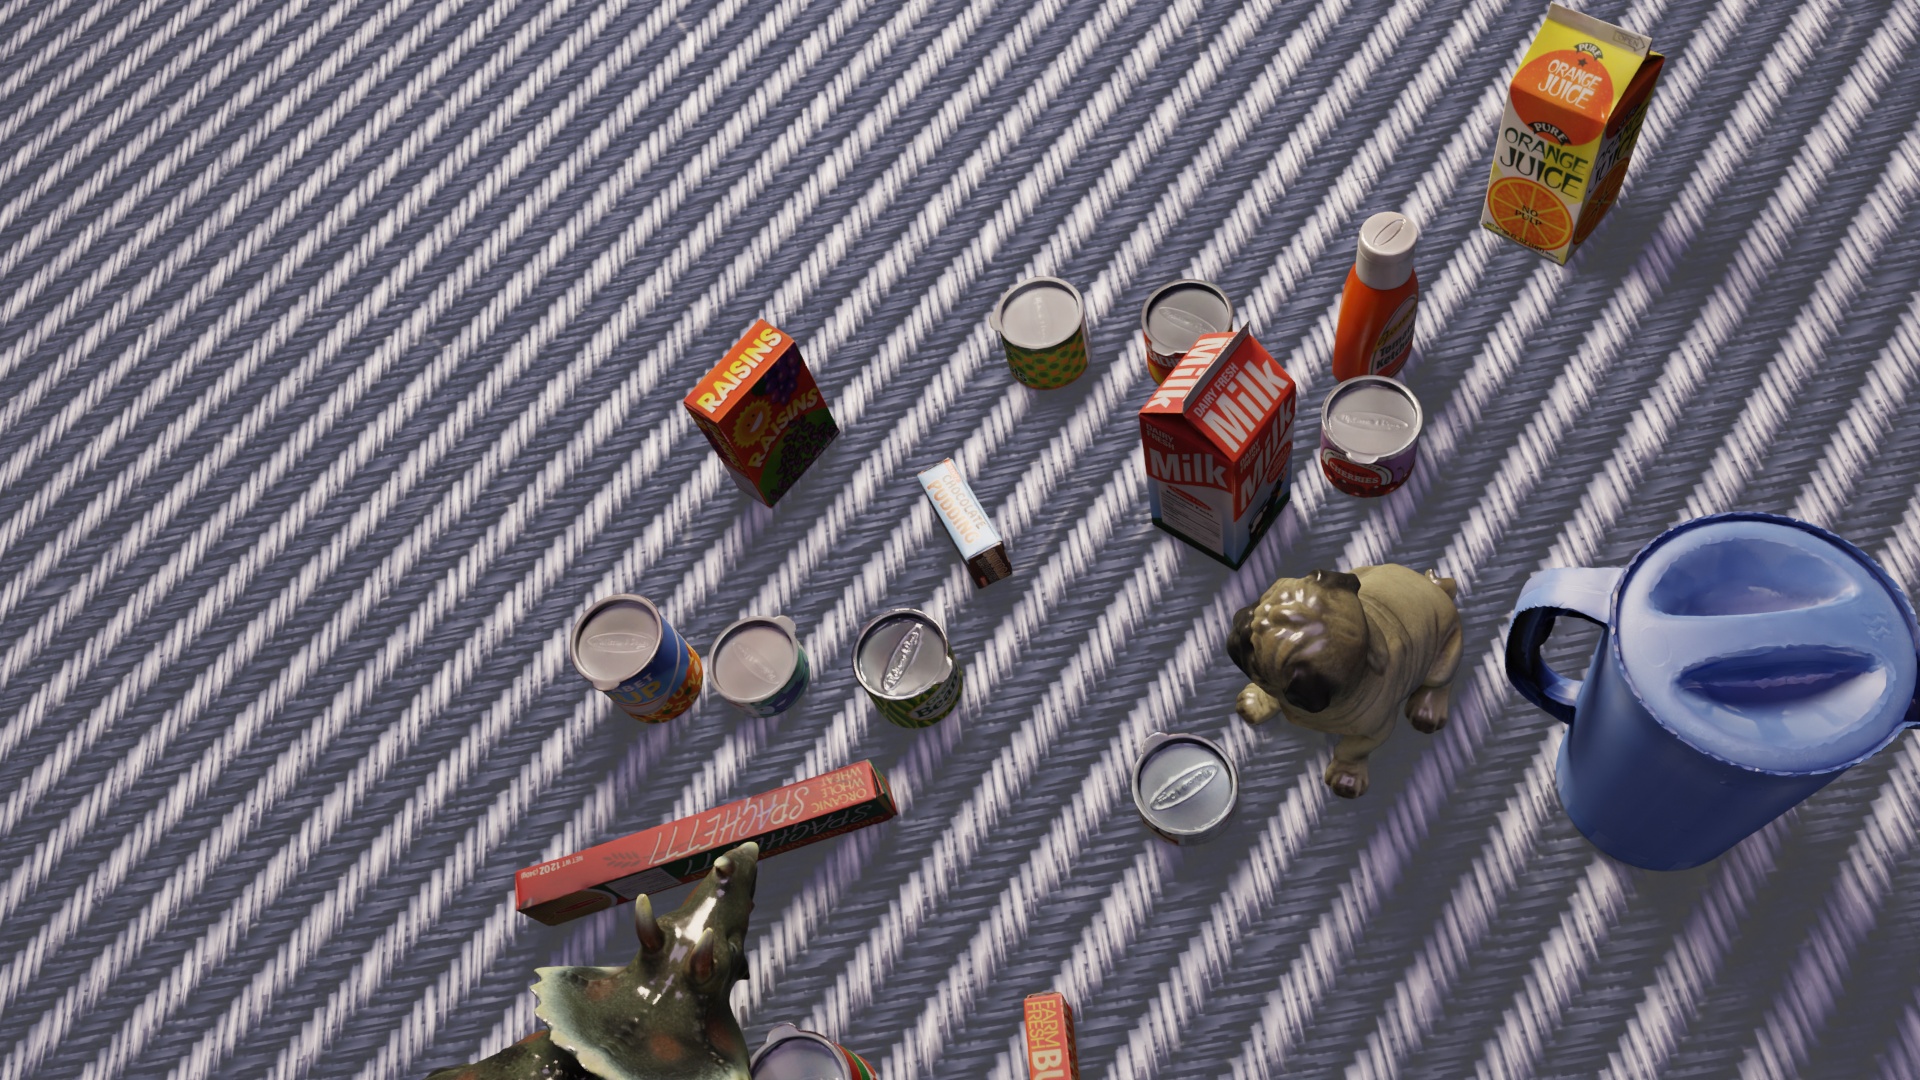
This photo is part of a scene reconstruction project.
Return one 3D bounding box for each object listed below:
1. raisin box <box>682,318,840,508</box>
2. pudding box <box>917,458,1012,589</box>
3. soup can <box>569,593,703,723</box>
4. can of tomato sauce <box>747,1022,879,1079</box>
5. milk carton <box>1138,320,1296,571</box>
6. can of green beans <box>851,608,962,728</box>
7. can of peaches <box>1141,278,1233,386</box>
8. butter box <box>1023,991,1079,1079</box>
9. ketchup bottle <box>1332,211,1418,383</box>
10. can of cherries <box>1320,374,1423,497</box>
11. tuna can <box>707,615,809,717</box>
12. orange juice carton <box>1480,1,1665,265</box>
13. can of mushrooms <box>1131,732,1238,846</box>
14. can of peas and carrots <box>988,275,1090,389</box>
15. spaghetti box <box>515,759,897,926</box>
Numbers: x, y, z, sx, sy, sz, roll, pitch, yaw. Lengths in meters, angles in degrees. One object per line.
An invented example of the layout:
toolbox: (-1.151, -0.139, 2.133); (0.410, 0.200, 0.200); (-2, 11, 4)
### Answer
raisin box: (-0.144, -0.092, 1.025); (0.040, 0.123, 0.086); (33, 74, 25)
pudding box: (0.004, -0.012, 0.994); (0.030, 0.049, 0.084); (-28, 60, -3)
soup can: (-0.225, 0.086, 0.969); (0.071, 0.083, 0.071); (-5, 62, 9)
can of tomato sauce: (-0.086, 0.325, 0.812); (0.071, 0.082, 0.071); (-5, 62, 9)
milk carton: (0.168, -0.064, 0.905); (0.073, 0.189, 0.072); (32, 73, 25)
can of green beans: (-0.035, 0.088, 0.943); (0.071, 0.057, 0.071); (-5, 62, 9)
can of peaches: (0.167, -0.148, 1.027); (0.071, 0.058, 0.071); (-5, 62, 9)
butter box: (0.056, 0.319, 0.803); (0.024, 0.053, 0.104); (-10, 61, 7)
ketchup bottle: (0.289, -0.165, 0.958); (0.065, 0.148, 0.043); (-43, 62, -11)
can of cherries: (0.281, -0.069, 0.960); (0.071, 0.058, 0.072); (-5, 62, 9)
tuna can: (-0.140, 0.087, 0.980); (0.071, 0.032, 0.071); (-5, 62, 9)
orange juice carton: (0.427, -0.289, 0.970); (0.072, 0.192, 0.073); (37, 75, 26)
can of mushrooms: (0.142, 0.157, 0.883); (0.071, 0.033, 0.071); (-5, 62, 9)
can of peas and carrots: (0.061, -0.156, 1.053); (0.071, 0.058, 0.071); (-5, 62, 9)
spaghetti box: (-0.166, 0.200, 0.915); (0.250, 0.050, 0.029); (-18, 60, 2)
